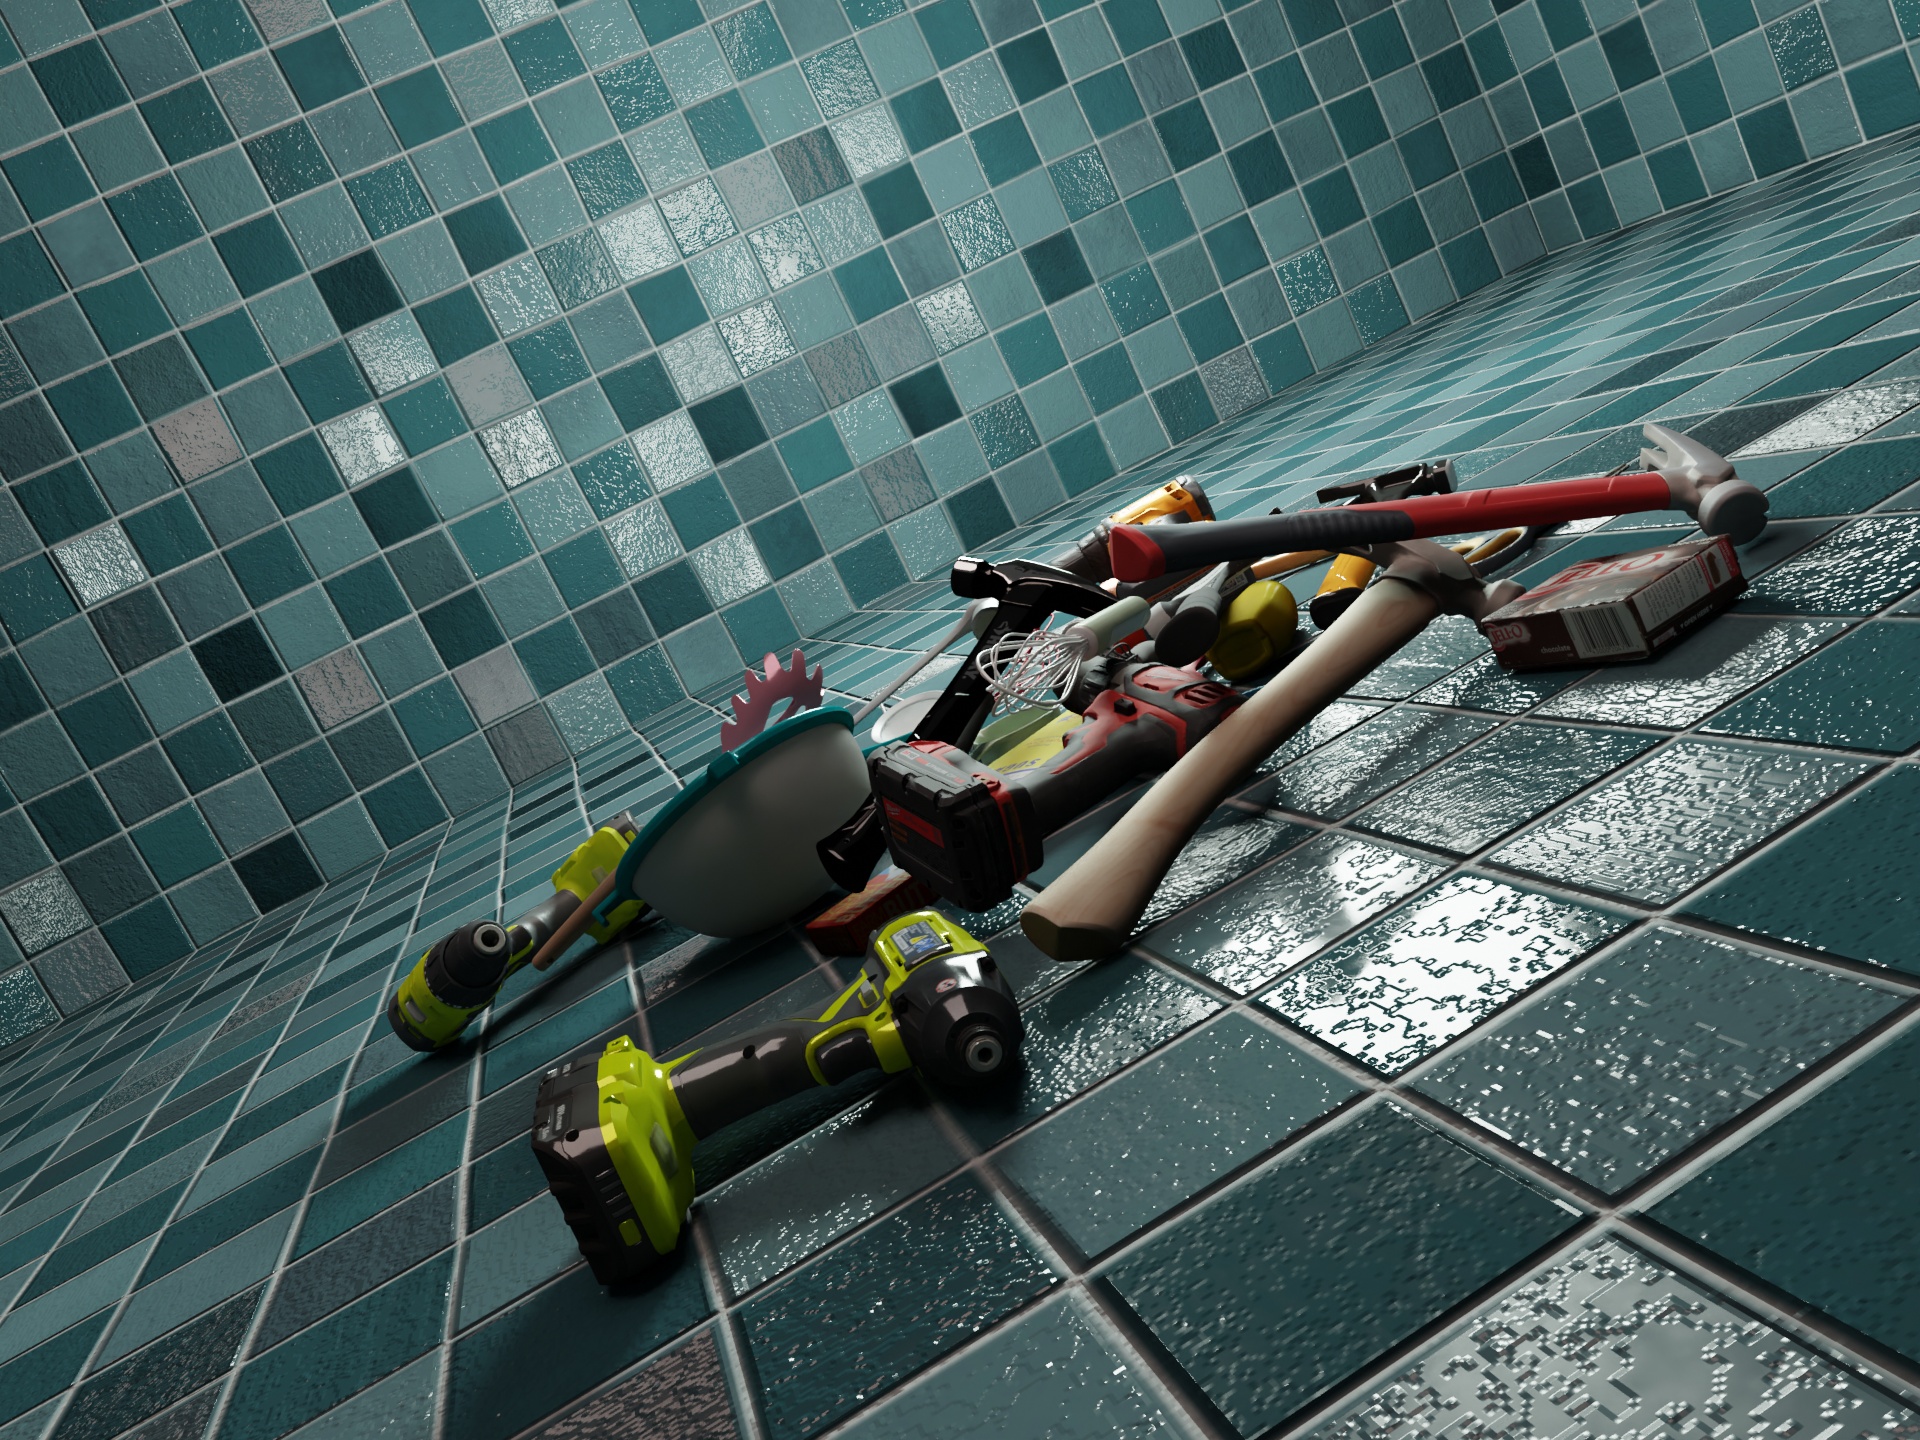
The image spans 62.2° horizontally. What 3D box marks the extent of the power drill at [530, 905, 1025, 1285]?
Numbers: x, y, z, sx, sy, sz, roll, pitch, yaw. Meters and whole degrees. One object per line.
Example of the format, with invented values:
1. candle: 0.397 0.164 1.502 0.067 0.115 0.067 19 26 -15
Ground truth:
1. power drill: -0.081 0.168 0.752 0.223 0.080 0.171 -25 10 -8

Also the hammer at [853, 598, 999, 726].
1. hammer: -0.111 0.017 1.363 0.405 0.035 0.144 -40 16 15

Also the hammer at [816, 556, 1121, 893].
1. hammer: -0.002 -0.004 1.127 0.146 0.035 0.335 12 46 24

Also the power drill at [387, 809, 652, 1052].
1. power drill: -0.343 0.167 1.287 0.228 0.080 0.190 -36 -4 -42

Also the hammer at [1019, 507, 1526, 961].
1. hammer: 0.169 -0.002 0.925 0.146 0.038 0.411 30 51 29

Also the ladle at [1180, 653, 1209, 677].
1. ladle: 0.206 -0.058 1.311 0.069 0.031 0.315 -23 9 33

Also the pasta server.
1. pasta server: -0.212 0.073 1.171 0.316 0.060 0.040 -45 33 13

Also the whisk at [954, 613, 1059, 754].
1. whisk: 0.023 -0.025 1.295 0.073 0.073 0.296 -21 18 27

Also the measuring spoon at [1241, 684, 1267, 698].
1. measuring spoon: 0.243 -0.024 1.089 0.128 0.021 0.042 -20 7 -18

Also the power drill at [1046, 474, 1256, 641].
1. power drill: 0.176 -0.149 1.539 0.185 0.084 0.226 -29 24 6

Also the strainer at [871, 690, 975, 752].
1. strainer: -0.018 0.012 1.468 0.087 0.050 0.258 -35 18 -14

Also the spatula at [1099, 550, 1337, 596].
1. spatula: 0.272 -0.147 1.541 0.322 0.041 0.081 -18 31 33

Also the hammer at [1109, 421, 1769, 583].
1. hammer: 0.285 -0.133 1.005 0.386 0.038 0.143 -6 28 0

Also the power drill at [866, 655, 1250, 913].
1. power drill: 0.055 0.021 1.013 0.226 0.080 0.188 -24 26 -24

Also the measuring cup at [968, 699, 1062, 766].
1. measuring cup: 0.027 0.037 1.246 0.083 0.038 0.167 -17 16 41

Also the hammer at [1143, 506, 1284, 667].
1. hammer: 0.179 -0.087 1.142 0.149 0.036 0.409 -41 0 15

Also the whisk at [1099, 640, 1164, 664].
1. whisk: 0.136 -0.047 1.294 0.055 0.055 0.239 -22 -1 20

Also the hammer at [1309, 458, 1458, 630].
1. hammer: 0.339 -0.150 1.354 0.127 0.034 0.337 -12 19 29

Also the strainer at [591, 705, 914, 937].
1. strainer: -0.102 0.078 1.201 0.211 0.095 0.340 -48 -16 33

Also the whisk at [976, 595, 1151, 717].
1. whisk: 0.076 -0.048 1.030 0.246 0.059 0.057 -30 -32 -60
